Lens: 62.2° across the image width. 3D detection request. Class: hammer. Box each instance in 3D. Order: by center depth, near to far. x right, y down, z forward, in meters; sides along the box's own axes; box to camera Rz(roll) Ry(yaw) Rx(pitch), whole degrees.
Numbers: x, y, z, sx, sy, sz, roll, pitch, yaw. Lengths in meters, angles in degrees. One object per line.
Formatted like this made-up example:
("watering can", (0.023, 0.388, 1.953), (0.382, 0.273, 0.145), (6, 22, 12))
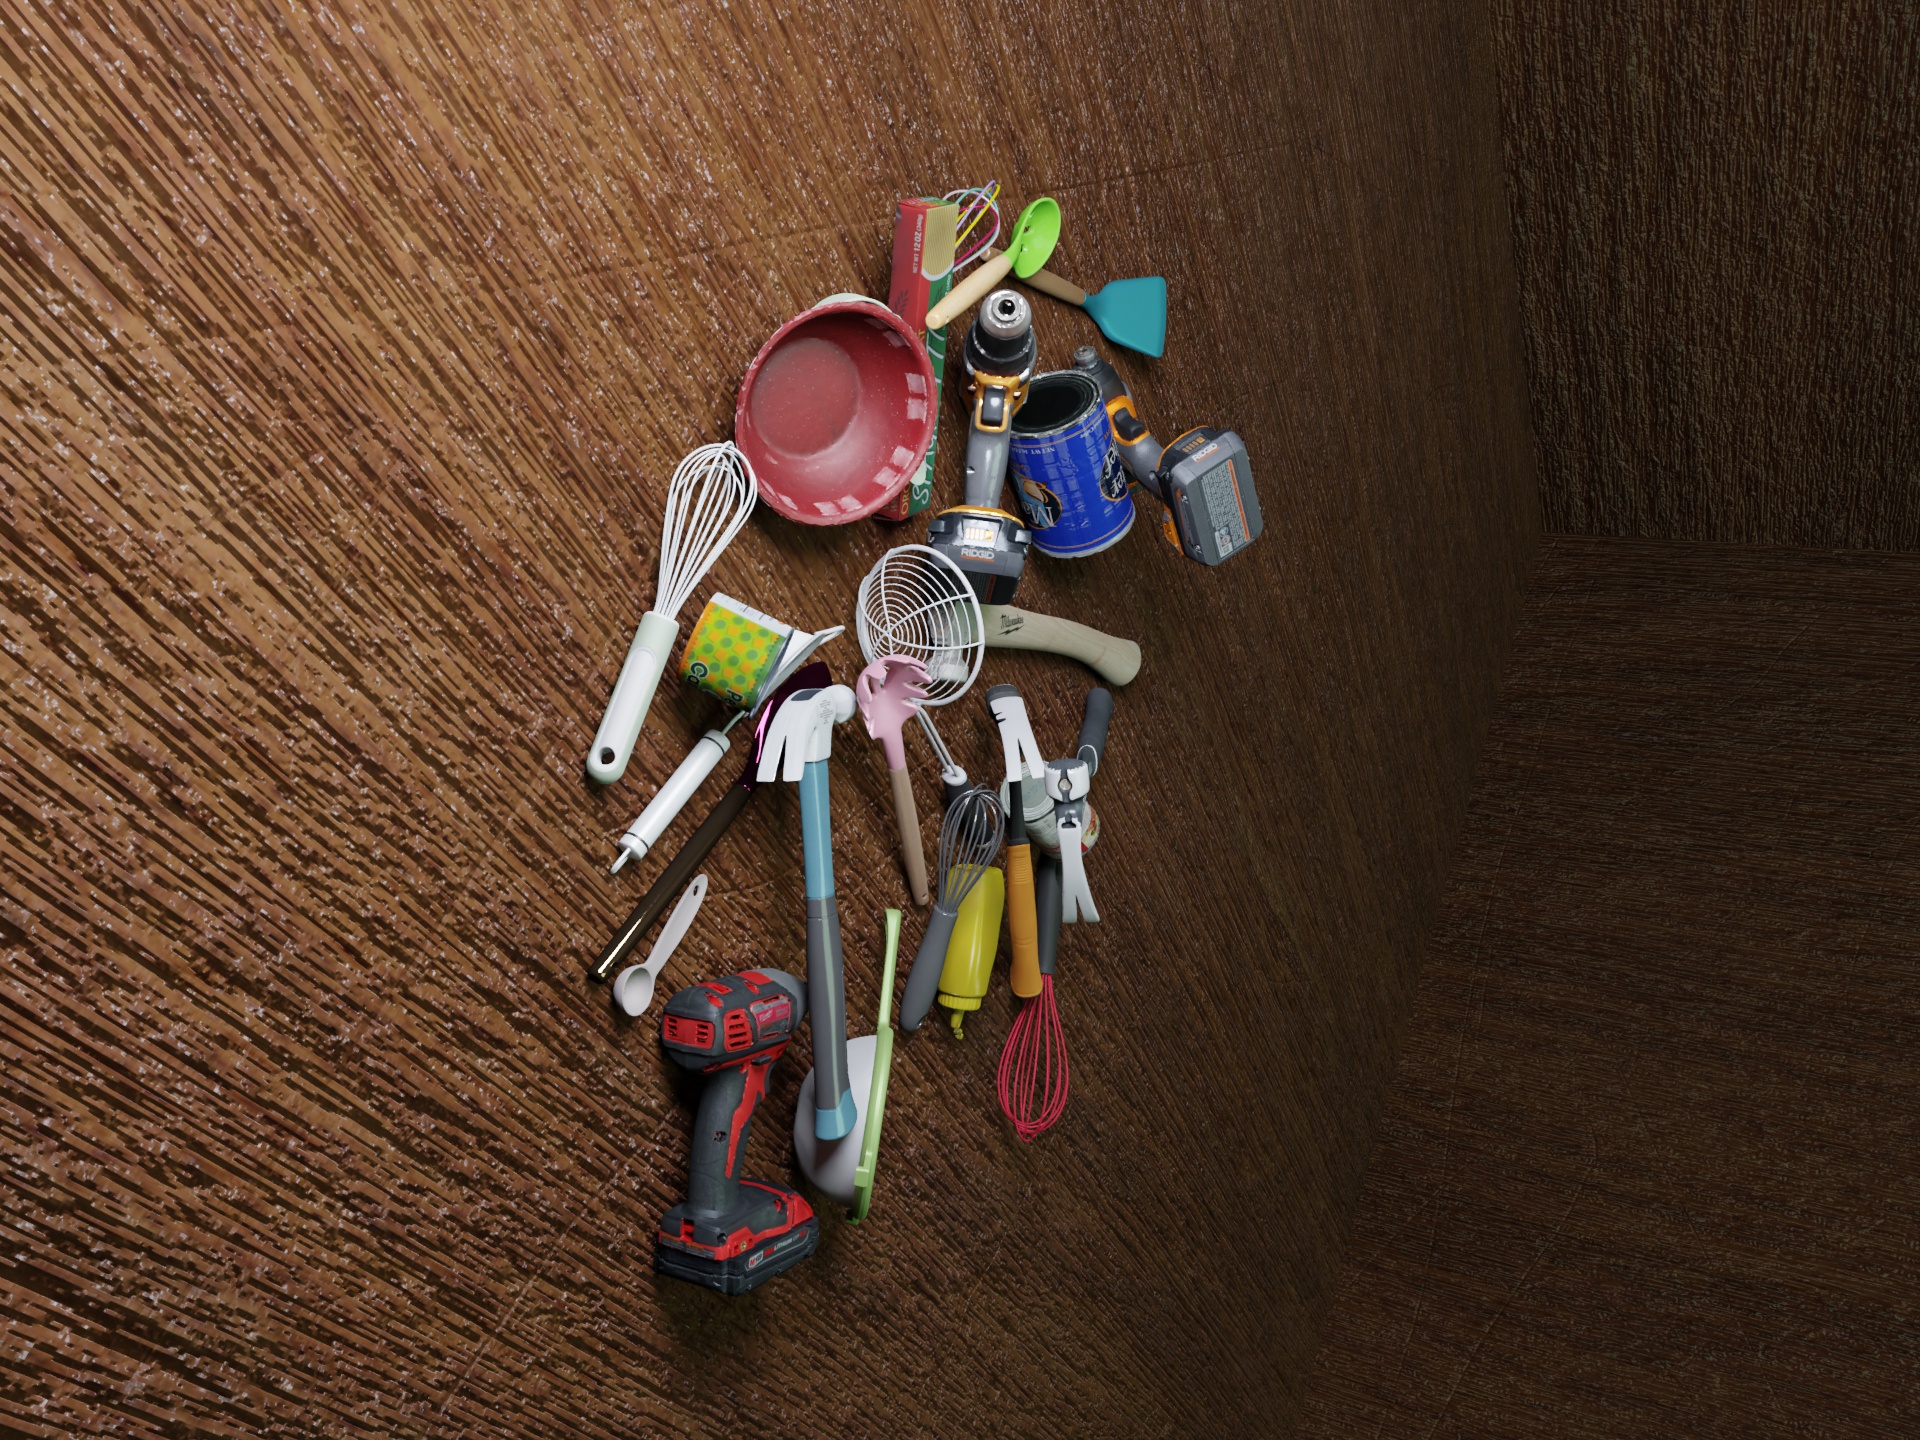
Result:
("hammer", (-0.102, 0.142, 1.175), (0.128, 0.033, 0.331), (-17, 104, -72))
("hammer", (0.057, 0.137, 1.473), (0.127, 0.034, 0.336), (-105, -171, -53))
("hammer", (0.119, 0.050, 1.485), (0.409, 0.036, 0.149), (-64, 150, -71))
("hammer", (0.085, -0.093, 1.545), (0.410, 0.038, 0.146), (8, 88, -61))

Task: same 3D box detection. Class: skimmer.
("skimmer", (-0.002, -0.004, 1.357), (0.090, 0.127, 0.362), (-50, 149, -17))

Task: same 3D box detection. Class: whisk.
("whisk", (-0.195, -0.074, 1.053), (0.059, 0.058, 0.246), (104, 5, -79))
("whisk", (-0.030, -0.355, 1.284), (0.245, 0.047, 0.051), (-58, 144, -28))
("whisk", (-0.013, 0.166, 1.392), (0.055, 0.055, 0.239), (-7, 118, -60))
("whisk", (0.082, 0.275, 1.609), (0.073, 0.073, 0.296), (22, 71, -60))

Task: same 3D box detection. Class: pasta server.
("pasta server", (-0.045, 0.058, 1.297), (0.060, 0.040, 0.315), (-32, 141, -21))

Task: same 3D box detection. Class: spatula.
("spatula", (0.110, -0.410, 1.508), (0.317, 0.044, 0.082), (-3, 97, -59))

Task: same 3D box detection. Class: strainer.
("strainer", (-0.169, 0.008, 1.121), (0.258, 0.050, 0.087), (-55, -174, -30))
("strainer", (-0.092, 0.270, 1.292), (0.151, 0.069, 0.257), (103, -6, -61))

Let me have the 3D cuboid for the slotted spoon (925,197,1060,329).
("slotted spoon", (0.027, -0.367, 1.292), (0.314, 0.031, 0.070), (-57, 162, -56))

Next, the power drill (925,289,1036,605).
("power drill", (0.023, -0.223, 1.289), (0.185, 0.084, 0.226), (105, -8, -80))

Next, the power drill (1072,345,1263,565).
("power drill", (0.180, -0.257, 1.507), (0.084, 0.227, 0.164), (-33, 132, -11))

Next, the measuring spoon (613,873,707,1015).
("measuring spoon", (-0.211, 0.154, 1.113), (0.124, 0.018, 0.034), (-63, 146, -42))

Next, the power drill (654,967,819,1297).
("power drill", (-0.159, 0.294, 1.174), (0.143, 0.078, 0.219), (-5, 98, -60))

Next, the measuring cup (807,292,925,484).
("measuring cup", (-0.069, -0.249, 1.211), (0.083, 0.038, 0.167), (-39, 132, -12))

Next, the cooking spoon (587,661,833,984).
("cooking spoon", (-0.171, 0.069, 1.151), (0.319, 0.017, 0.068), (-55, 145, -38))
